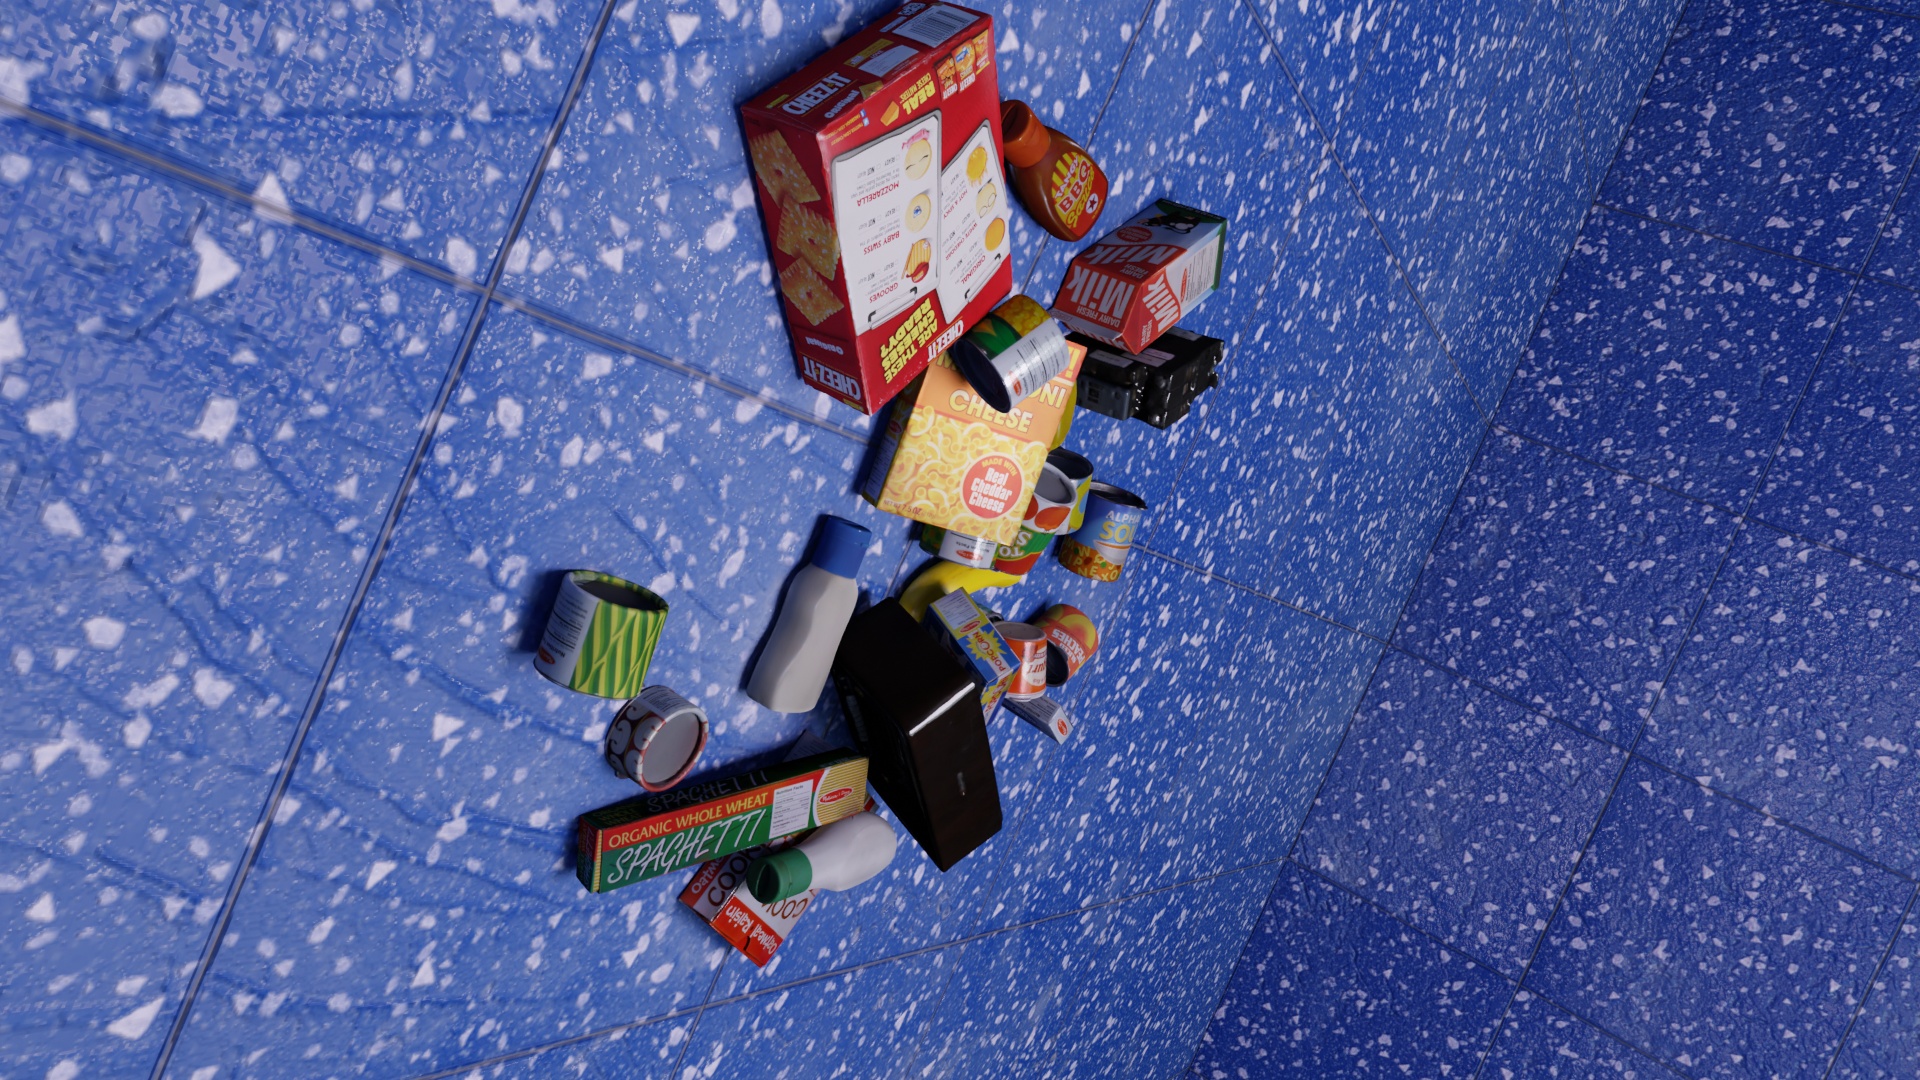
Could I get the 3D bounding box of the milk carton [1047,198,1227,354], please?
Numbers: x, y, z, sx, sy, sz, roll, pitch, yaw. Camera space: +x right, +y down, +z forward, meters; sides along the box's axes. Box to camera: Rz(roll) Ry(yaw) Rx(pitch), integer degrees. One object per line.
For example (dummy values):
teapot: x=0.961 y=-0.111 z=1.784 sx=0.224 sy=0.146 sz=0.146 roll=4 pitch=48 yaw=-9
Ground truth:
milk carton: x=0.156 y=-0.228 z=1.226 sx=0.191 sy=0.072 sz=0.073 roll=-41 pitch=144 yaw=-38

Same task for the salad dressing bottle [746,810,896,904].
salad dressing bottle: x=-0.110 y=0.256 z=1.115 sx=0.148 sy=0.044 sz=0.064 roll=-2 pitch=114 yaw=-58

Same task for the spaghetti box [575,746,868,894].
spaghetti box: x=-0.169 y=0.202 z=1.025 sx=0.251 sy=0.029 sz=0.050 roll=-7 pitch=109 yaw=-47

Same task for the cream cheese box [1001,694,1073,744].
cream cheese box: x=0.058 y=0.152 z=1.336 sx=0.024 sy=0.104 sz=0.053 roll=-51 pitch=148 yaw=-15

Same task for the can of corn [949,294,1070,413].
can of corn: x=0.035 y=-0.136 z=1.001 sx=0.058 sy=0.071 sz=0.071 roll=-37 pitch=145 yaw=-14

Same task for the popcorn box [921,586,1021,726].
popcorn box: x=0.001 y=0.107 z=1.179 sx=0.038 sy=0.085 sz=0.126 roll=-28 pitch=158 yaw=-25

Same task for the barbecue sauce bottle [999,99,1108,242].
barbecue sauce bottle: x=0.065 y=-0.284 z=1.056 sx=0.065 sy=0.044 sz=0.148 roll=-63 pitch=152 yaw=0

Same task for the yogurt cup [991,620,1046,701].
yogurt cup: x=0.047 y=0.106 z=1.252 sx=0.072 sy=0.072 sz=0.053 roll=-13 pitch=116 yaw=-55

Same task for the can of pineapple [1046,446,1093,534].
can of pineapple: x=0.084 y=-0.046 z=1.258 sx=0.071 sy=0.071 sz=0.057 roll=-27 pitch=135 yaw=-48

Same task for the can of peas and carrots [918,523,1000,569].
can of peas and carrots: x=0.004 y=-0.014 z=1.151 sx=0.071 sy=0.071 sz=0.058 roll=1 pitch=109 yaw=-59

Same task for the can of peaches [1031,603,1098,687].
can of peaches: x=0.099 y=0.105 z=1.403 sx=0.058 sy=0.071 sz=0.070 roll=-39 pitch=143 yaw=-39

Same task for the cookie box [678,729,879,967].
cookie box: x=-0.145 y=0.257 z=1.146 sx=0.168 sy=0.040 sz=0.122 roll=-53 pitch=150 yaw=-20

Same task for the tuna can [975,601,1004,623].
tuna can: x=0.009 y=0.091 z=1.279 sx=0.071 sy=0.033 sz=0.070 roll=-40 pitch=143 yaw=-38

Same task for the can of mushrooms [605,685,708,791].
can of mushrooms: x=-0.207 y=0.138 z=0.951 sx=0.071 sy=0.033 sz=0.070 roll=-41 pitch=144 yaw=-38

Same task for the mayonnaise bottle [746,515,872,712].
mayonnaise bottle: x=-0.109 y=0.055 z=1.043 sx=0.065 sy=0.041 sz=0.148 roll=12 pitch=101 yaw=-63

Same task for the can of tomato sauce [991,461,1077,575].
can of tomato sauce: x=0.052 y=-0.021 z=1.198 sx=0.071 sy=0.071 sz=0.082 roll=-19 pitch=148 yaw=-53

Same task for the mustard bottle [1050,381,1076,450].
mustard bottle: x=0.067 y=-0.118 z=1.176 sx=0.049 sy=0.065 sz=0.159 roll=-56 pitch=155 yaw=-23

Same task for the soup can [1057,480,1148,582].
soup can: x=0.142 y=-0.008 z=1.381 sx=0.071 sy=0.071 sz=0.083 roll=-9 pitch=121 yaw=-57

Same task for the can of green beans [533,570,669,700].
can of green beans: x=-0.215 y=0.056 z=0.836 sx=0.071 sy=0.071 sz=0.057 roll=7 pitch=106 yaw=-61

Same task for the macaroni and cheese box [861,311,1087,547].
macaroni and cheese box: x=0.010 y=-0.091 z=1.066 sx=0.124 sy=0.040 sz=0.166 roll=16 pitch=100 yaw=-27
